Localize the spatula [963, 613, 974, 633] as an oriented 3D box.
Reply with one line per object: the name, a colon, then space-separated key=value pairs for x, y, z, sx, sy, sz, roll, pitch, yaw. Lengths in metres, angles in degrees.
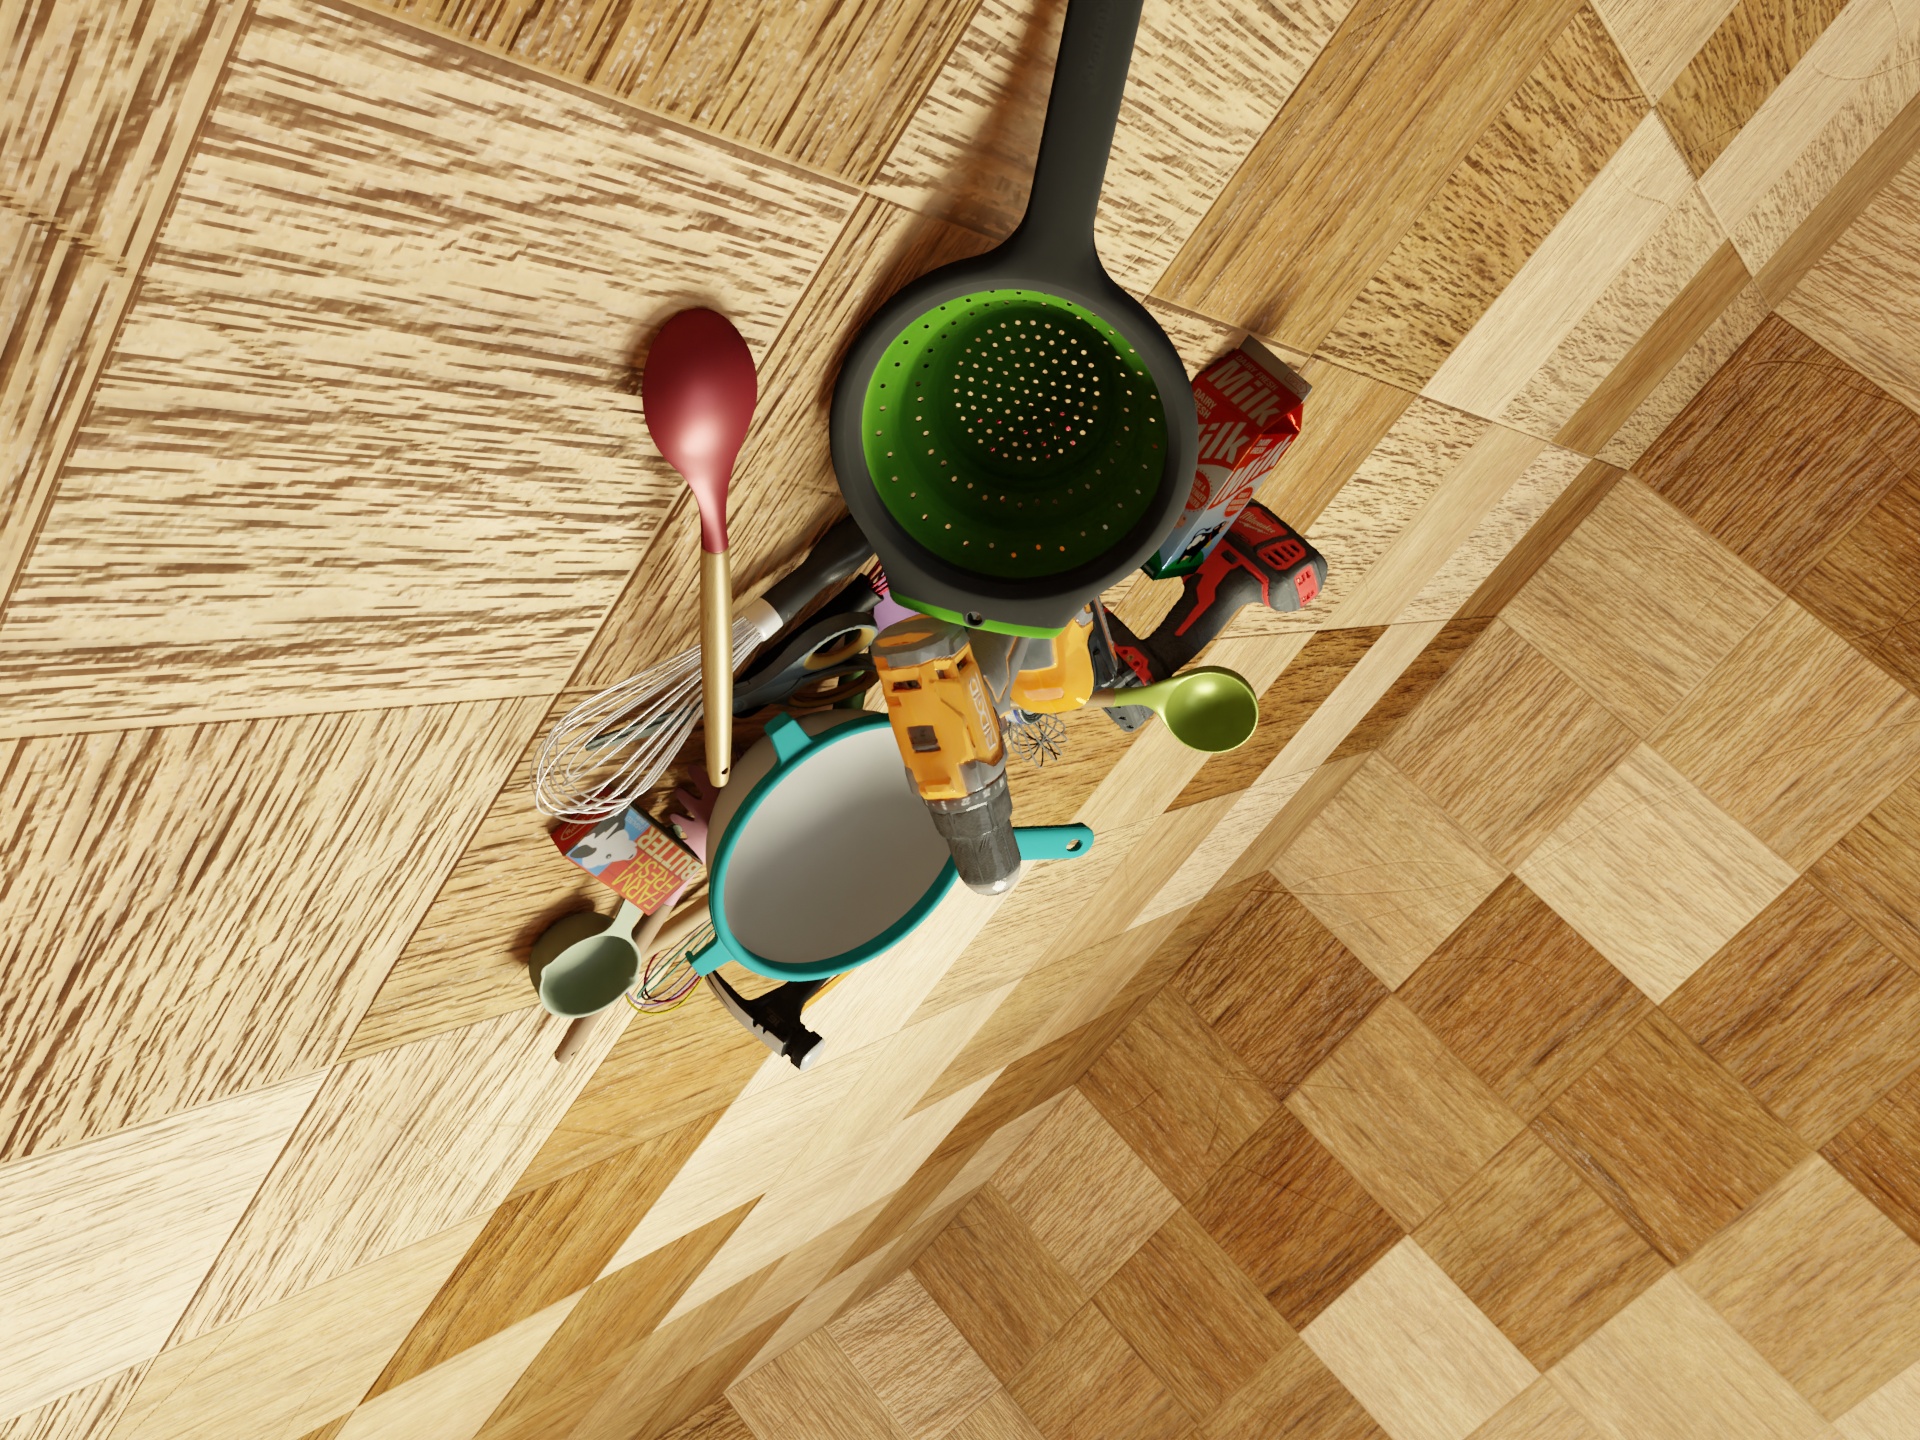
spatula: x=-0.002 y=-0.004 z=1.292 sx=0.044 sy=0.082 sz=0.317 roll=1 pitch=144 yaw=-15

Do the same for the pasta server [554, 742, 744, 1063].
pasta server: x=-0.233 y=0.144 z=1.172 sx=0.060 sy=0.040 sz=0.316 roll=-12 pitch=143 yaw=-56

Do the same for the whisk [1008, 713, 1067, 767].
whisk: x=0.049 y=-0.008 z=1.408 sx=0.055 sy=0.055 sz=0.238 roll=-44 pitch=156 yaw=1

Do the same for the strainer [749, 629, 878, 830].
strainer: x=-0.107 y=0.032 z=1.180 sx=0.151 sy=0.069 sz=0.256 roll=-6 pitch=122 yaw=-34

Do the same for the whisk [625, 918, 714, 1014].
whisk: x=-0.174 y=0.146 z=1.290 sx=0.245 sy=0.047 sz=0.051 roll=-43 pitch=159 yaw=-12

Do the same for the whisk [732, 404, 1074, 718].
whisk: x=-0.044 y=-0.100 z=1.035 sx=0.296 sy=0.073 sz=0.073 roll=-41 pitch=161 yaw=11

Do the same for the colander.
colander: x=0.048 y=-0.241 z=0.868 sx=0.095 sy=0.204 sz=0.396 roll=-76 pitch=178 yaw=-58

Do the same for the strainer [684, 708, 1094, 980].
strainer: x=-0.048 y=0.070 z=1.136 sx=0.340 sy=0.095 sz=0.211 roll=2 pitch=118 yaw=-42

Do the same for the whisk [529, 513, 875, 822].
whisk: x=-0.144 y=-0.040 z=0.962 sx=0.284 sy=0.070 sz=0.070 roll=-43 pitch=161 yaw=-18

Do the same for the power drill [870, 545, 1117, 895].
power drill: x=0.030 y=-0.010 z=1.051 sx=0.226 sy=0.084 sz=0.185 roll=-47 pitch=125 yaw=-53

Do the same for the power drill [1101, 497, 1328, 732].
power drill: x=0.187 y=-0.105 z=1.358 sx=0.219 sy=0.143 sz=0.078 roll=-37 pitch=144 yaw=-4

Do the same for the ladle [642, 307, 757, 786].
ladle: x=-0.134 y=-0.074 z=0.855 sx=0.069 sy=0.031 sz=0.315 roll=-34 pitch=147 yaw=-34

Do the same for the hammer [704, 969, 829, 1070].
hammer: x=-0.081 y=0.166 z=1.460 sx=0.337 sy=0.127 sz=0.034 roll=-43 pitch=161 yaw=-33

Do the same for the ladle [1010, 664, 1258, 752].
ladle: x=0.101 y=-0.010 z=1.232 sx=0.320 sy=0.062 sz=0.078 roll=-1 pitch=131 yaw=-34

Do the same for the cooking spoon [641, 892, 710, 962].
cooking spoon: x=-0.159 y=0.119 z=1.266 sx=0.319 sy=0.068 sz=0.017 roll=-34 pitch=-174 yaw=-15

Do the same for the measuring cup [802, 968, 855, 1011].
measuring cup: x=-0.110 y=0.211 z=1.530 sx=0.173 sy=0.052 sz=0.095 roll=-41 pitch=160 yaw=-4

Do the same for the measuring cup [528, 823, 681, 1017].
measuring cup: x=-0.247 y=0.134 z=1.126 sx=0.083 sy=0.038 sz=0.167 roll=19 pitch=107 yaw=-47

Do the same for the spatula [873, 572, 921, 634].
spatula: x=-0.025 y=-0.019 z=1.215 sx=0.060 sy=0.018 sz=0.315 roll=-34 pitch=147 yaw=-17
